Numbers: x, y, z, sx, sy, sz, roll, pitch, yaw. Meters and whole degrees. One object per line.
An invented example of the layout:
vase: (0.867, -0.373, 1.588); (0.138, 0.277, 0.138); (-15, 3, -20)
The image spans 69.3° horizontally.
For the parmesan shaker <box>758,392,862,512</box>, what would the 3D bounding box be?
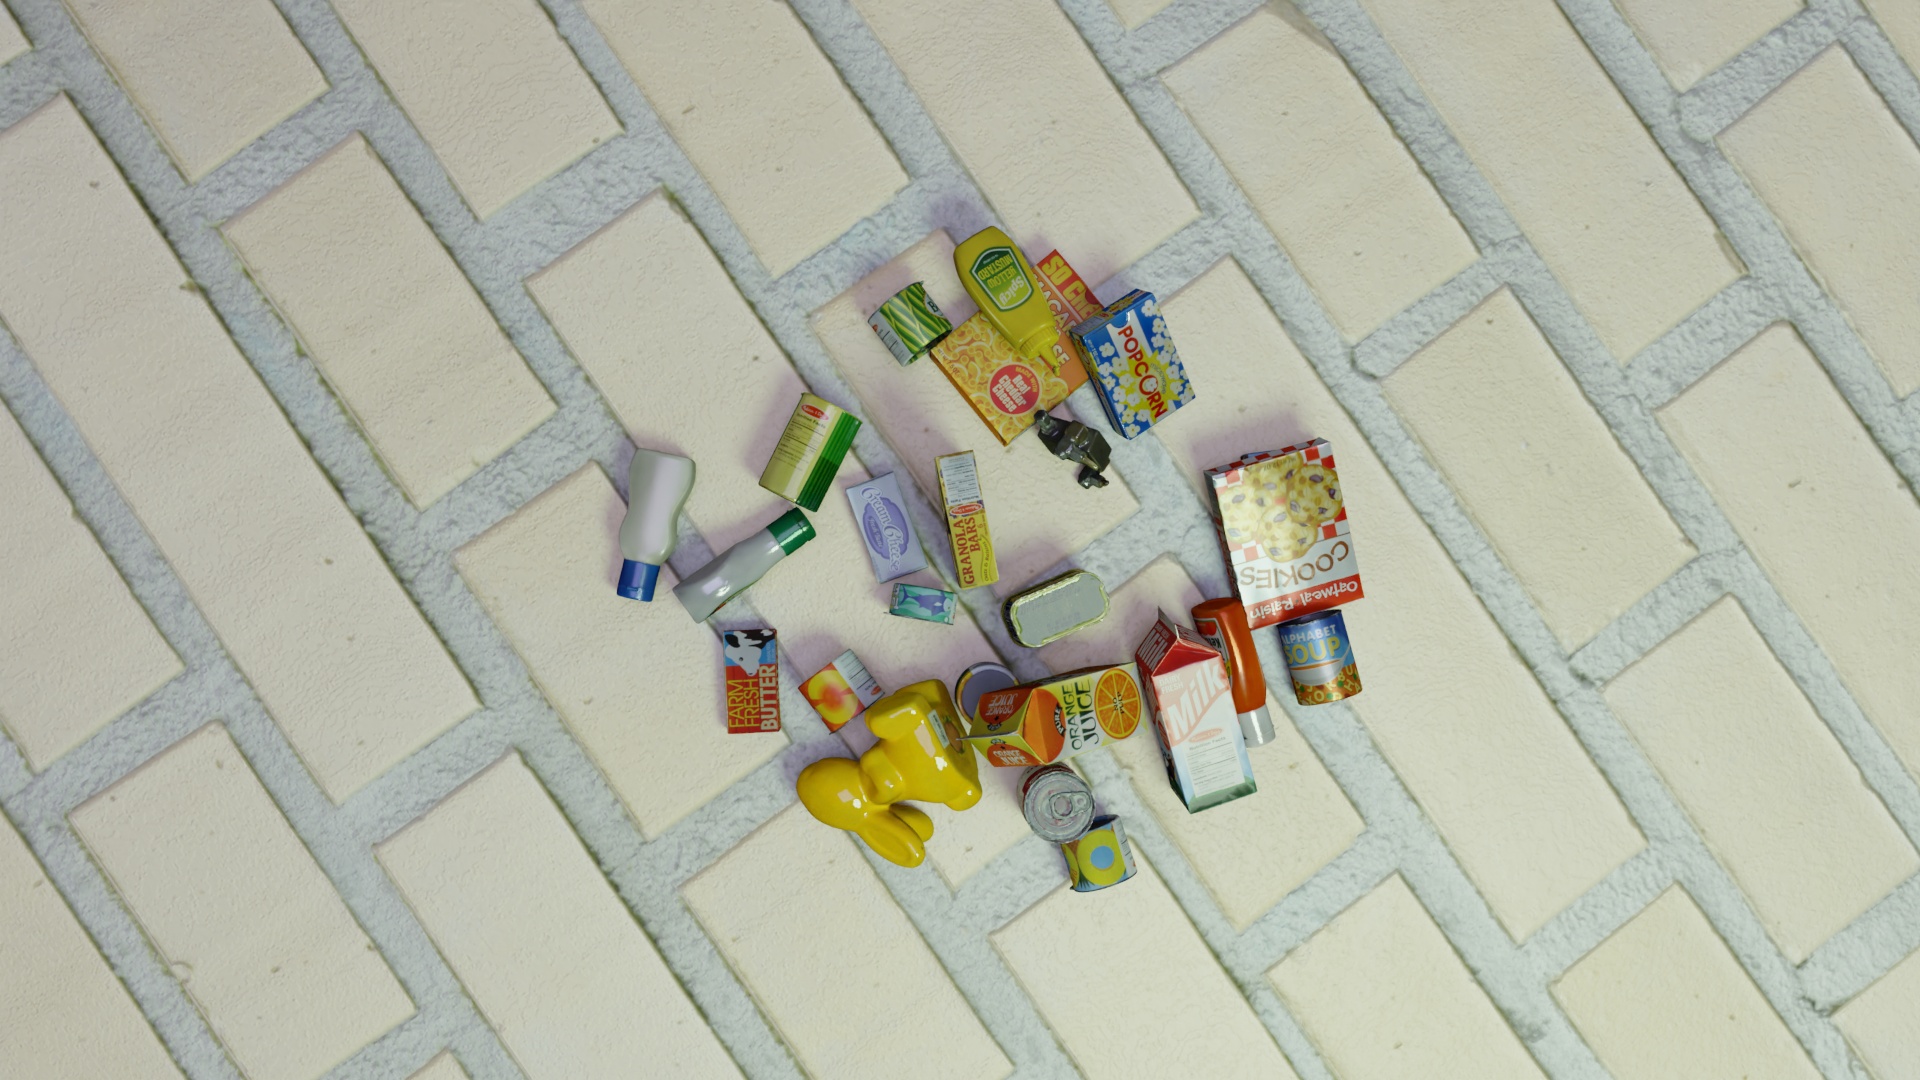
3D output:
parmesan shaker: (-0.151, -0.088, 1.379); (0.071, 0.071, 0.103); (27, 87, -1)

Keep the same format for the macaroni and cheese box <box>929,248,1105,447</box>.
macaroni and cheese box: (0.071, -0.194, 1.406); (0.166, 0.040, 0.123); (-40, 90, -4)

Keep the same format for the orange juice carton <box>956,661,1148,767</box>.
orange juice carton: (0.087, 0.168, 1.320); (0.193, 0.071, 0.073); (-8, 87, -44)

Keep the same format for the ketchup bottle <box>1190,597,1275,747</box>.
ketchup bottle: (0.277, 0.132, 1.390); (0.044, 0.064, 0.148); (-21, 96, -18)

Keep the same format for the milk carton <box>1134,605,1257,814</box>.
milk carton: (0.225, 0.160, 1.357); (0.073, 0.072, 0.190); (-18, 103, -3)

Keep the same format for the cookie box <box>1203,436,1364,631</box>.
cookie box: (0.323, -0.005, 1.388); (0.123, 0.040, 0.167); (-16, 102, -1)

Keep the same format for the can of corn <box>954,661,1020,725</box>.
can of corn: (0.028, 0.157, 1.377); (0.071, 0.058, 0.071); (0, 87, -2)

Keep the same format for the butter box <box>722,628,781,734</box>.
butter box: (-0.208, 0.140, 1.384); (0.053, 0.024, 0.103); (-3, 87, -2)

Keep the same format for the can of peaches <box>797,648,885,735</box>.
can of peaches: (-0.119, 0.149, 1.367); (0.071, 0.071, 0.058); (-37, 90, -4)

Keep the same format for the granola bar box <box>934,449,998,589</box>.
granola bar box: (0.005, -0.017, 1.332); (0.039, 0.165, 0.124); (-11, 88, 0)

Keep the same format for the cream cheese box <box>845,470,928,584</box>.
cream cheese box: (-0.074, -0.013, 1.398); (0.053, 0.024, 0.104); (-20, 88, -4)

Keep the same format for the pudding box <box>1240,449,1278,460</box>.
pudding box: (0.331, -0.069, 1.416); (0.084, 0.030, 0.049); (-8, 89, -3)

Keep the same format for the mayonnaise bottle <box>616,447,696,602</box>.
mayonnaise bottle: (-0.308, -0.014, 1.380); (0.065, 0.041, 0.148); (13, 88, 0)

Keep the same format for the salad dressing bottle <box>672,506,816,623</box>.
salad dressing bottle: (-0.212, 0.023, 1.374); (0.148, 0.064, 0.044); (-36, 101, -11)

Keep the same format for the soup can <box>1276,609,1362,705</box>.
soup can: (0.358, 0.117, 1.387); (0.071, 0.071, 0.083); (-15, 88, -3)

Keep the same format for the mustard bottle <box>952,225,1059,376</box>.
mustard bottle: (0.055, -0.230, 1.360); (0.065, 0.049, 0.160); (-33, 83, -2)

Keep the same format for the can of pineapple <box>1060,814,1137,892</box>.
can of pineapple: (0.133, 0.309, 1.370); (0.071, 0.071, 0.058); (-18, 88, -3)

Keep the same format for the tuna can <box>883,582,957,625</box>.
tuna can: (-0.039, 0.063, 1.375); (0.071, 0.071, 0.033); (10, 86, -2)

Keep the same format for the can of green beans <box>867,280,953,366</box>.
can of green beans: (-0.050, -0.216, 1.389); (0.071, 0.071, 0.058); (-38, 90, -4)

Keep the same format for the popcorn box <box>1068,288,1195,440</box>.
popcorn box: (0.172, -0.175, 1.381); (0.085, 0.038, 0.126); (-32, 118, -7)
